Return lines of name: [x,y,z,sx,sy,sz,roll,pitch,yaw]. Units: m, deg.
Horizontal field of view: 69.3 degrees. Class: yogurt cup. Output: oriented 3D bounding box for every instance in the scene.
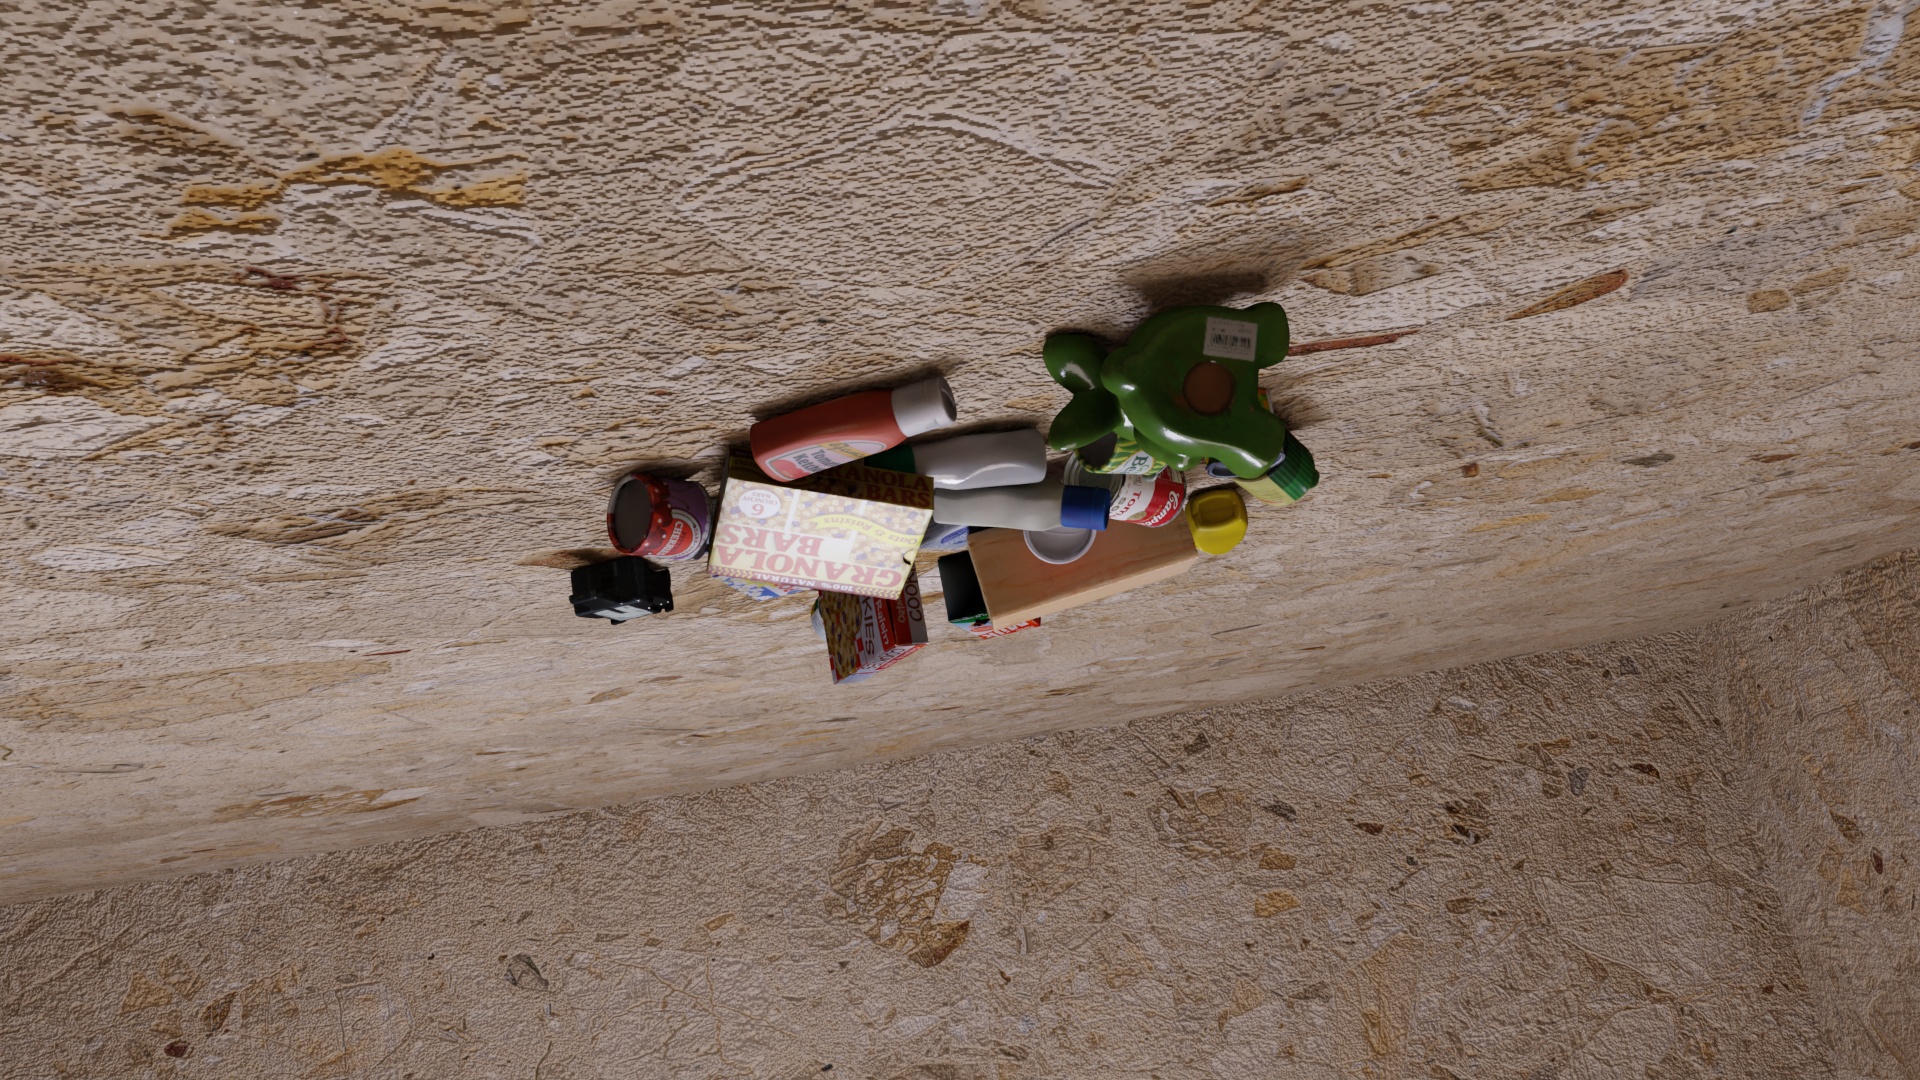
yogurt cup: [0.088,-0.017,1.286,0.072,0.072,0.054,-9,-168,-6]

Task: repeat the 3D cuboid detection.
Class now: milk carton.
milk carton: [0.040,0.065,1.593,0.072,0.073,0.190,-14,165,15]

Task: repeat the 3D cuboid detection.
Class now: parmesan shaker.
parmesan shaker: [0.279,-0.073,1.255,0.071,0.071,0.103,-17,163,23]

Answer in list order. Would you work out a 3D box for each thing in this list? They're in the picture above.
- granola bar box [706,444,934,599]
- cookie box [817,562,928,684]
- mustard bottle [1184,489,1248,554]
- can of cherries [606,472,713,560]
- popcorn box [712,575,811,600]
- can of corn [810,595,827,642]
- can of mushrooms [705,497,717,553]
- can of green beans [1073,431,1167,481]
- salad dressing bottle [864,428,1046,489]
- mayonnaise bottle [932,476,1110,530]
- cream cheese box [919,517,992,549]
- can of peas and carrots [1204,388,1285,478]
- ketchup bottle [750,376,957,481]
granola bar box: [-0.116,-0.011,1.129,0.166,0.039,0.123,9,139,-13]
cookie box: [-0.094,0.068,1.421,0.040,0.123,0.166,-2,163,-29]
mustard bottle: [0.277,-0.014,1.505,0.065,0.049,0.160,-12,166,7]
can of cherries: [-0.241,-0.017,1.113,0.071,0.071,0.058,-23,159,38]
popcorn box: [-0.183,0.022,1.357,0.085,0.038,0.126,-14,164,9]
can of corn: [-0.129,0.078,1.548,0.071,0.071,0.058,-5,164,-18]
can of mushrooms: [-0.208,-0.013,1.223,0.071,0.033,0.071,-10,164,-3]
can of green beans: [0.131,-0.086,1.114,0.058,0.071,0.071,0,162,-32]
salad dressing bottle: [-0.005,-0.064,1.151,0.148,0.044,0.064,-6,167,-12]
mayonnaise bottle: [0.053,-0.033,1.197,0.148,0.041,0.065,6,-153,14]
cream cheese box: [0.005,-0.017,1.363,0.053,0.024,0.103,0,162,-38]
can of peas and carrots: [0.234,-0.091,1.180,0.071,0.059,0.070,-9,164,-2]
ketchup bottle: [-0.077,-0.085,1.027,0.148,0.043,0.064,-15,161,17]
